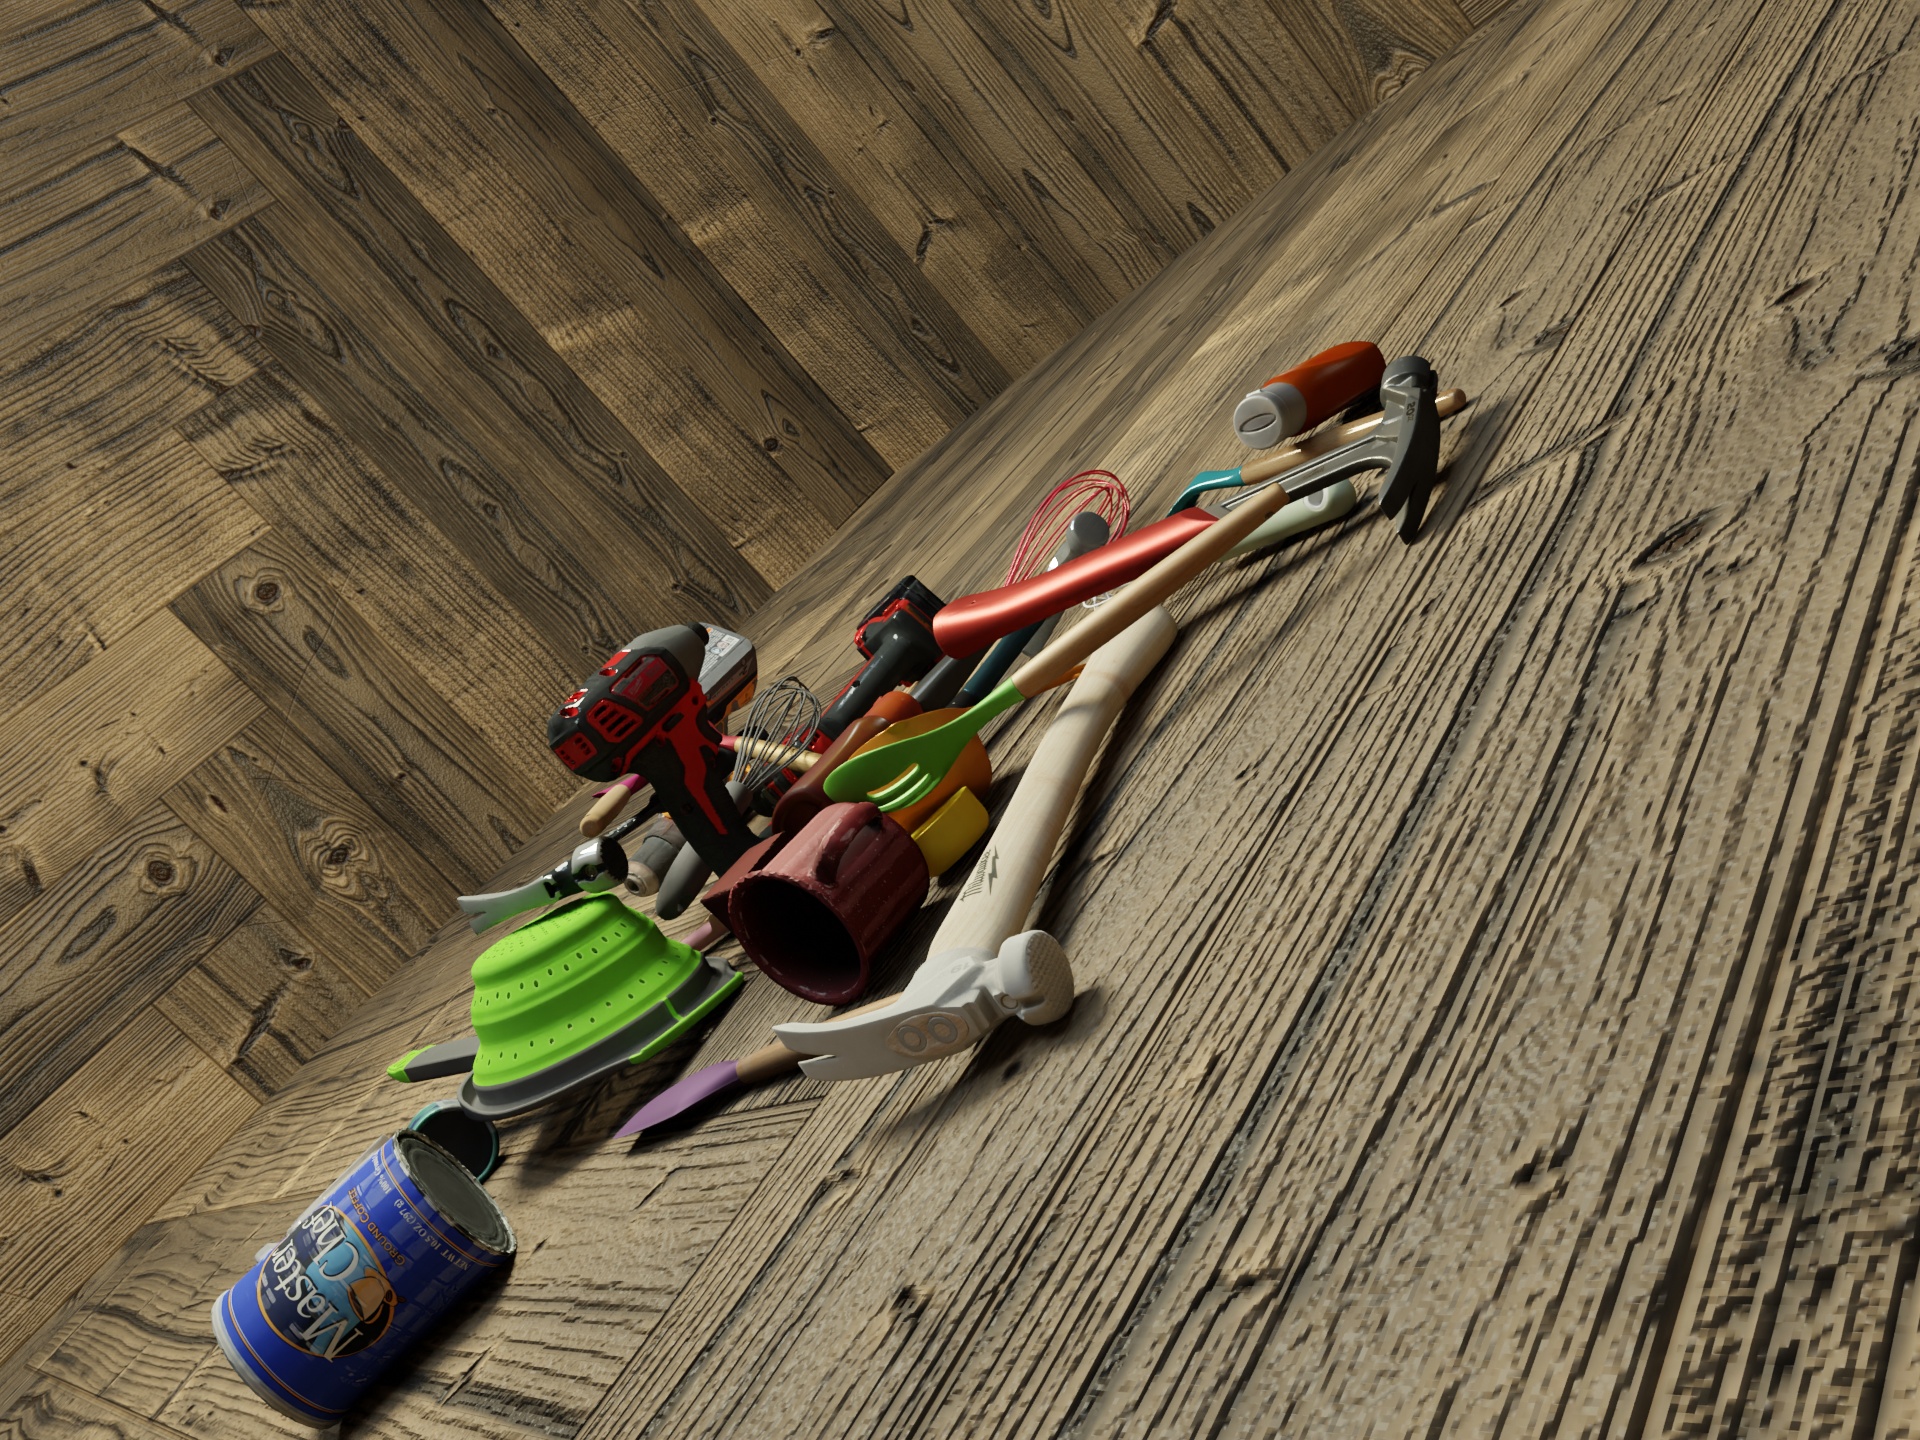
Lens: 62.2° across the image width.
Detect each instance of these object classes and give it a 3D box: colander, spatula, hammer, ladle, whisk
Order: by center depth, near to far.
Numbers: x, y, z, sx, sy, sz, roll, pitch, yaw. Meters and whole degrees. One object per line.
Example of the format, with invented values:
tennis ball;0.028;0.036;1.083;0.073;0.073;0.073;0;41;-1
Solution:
hammer;0.039;0.040;0.850;0.146;0.038;0.411;-22;19;30
spatula;-0.102;0.185;0.870;0.316;0.018;0.060;-30;7;45
hammer;0.121;-0.102;0.968;0.359;0.036;0.149;-22;32;38
whisk;0.160;-0.111;1.031;0.246;0.059;0.058;-19;69;53
spatula;0.220;-0.166;1.079;0.082;0.044;0.317;-47;18;-28
hammer;-0.002;-0.004;1.116;0.331;0.033;0.128;-53;-5;-26
colander;-0.330;0.203;1.163;0.397;0.094;0.204;-19;11;41
whisk;-0.167;0.056;1.193;0.055;0.055;0.239;-29;26;47
hammer;-0.468;0.398;1.236;0.143;0.038;0.386;-46;12;-26
ladle;-0.162;0.026;1.292;0.316;0.031;0.069;11;24;41
hammer;-0.251;0.073;1.293;0.149;0.036;0.409;-22;8;20
whisk;0.040;-0.095;1.319;0.296;0.073;0.073;-50;13;-12

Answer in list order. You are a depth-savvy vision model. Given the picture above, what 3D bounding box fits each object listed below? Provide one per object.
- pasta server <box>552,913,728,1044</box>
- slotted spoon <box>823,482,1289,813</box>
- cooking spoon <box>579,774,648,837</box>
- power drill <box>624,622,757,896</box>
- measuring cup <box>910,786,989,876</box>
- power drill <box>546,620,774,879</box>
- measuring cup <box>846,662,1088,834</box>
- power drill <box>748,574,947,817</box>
pasta server;-0.239;0.189;1.248;0.316;0.040;0.060;-38;0;24
slotted spoon;0.053;-0.034;0.896;0.313;0.031;0.070;-36;-31;14
cooking spoon;-0.262;0.060;1.214;0.069;0.017;0.319;-27;6;-3
power drill;-0.261;0.045;1.503;0.185;0.084;0.226;-51;-25;-45
measuring cup;-0.026;0.087;0.984;0.062;0.029;0.156;-45;0;-32
power drill;-0.171;0.037;1.119;0.078;0.219;0.143;-28;18;48
measuring cup;0.015;0.019;1.002;0.173;0.052;0.095;-24;-17;0
power drill;-0.103;-0.008;1.424;0.227;0.080;0.188;-53;9;-27
